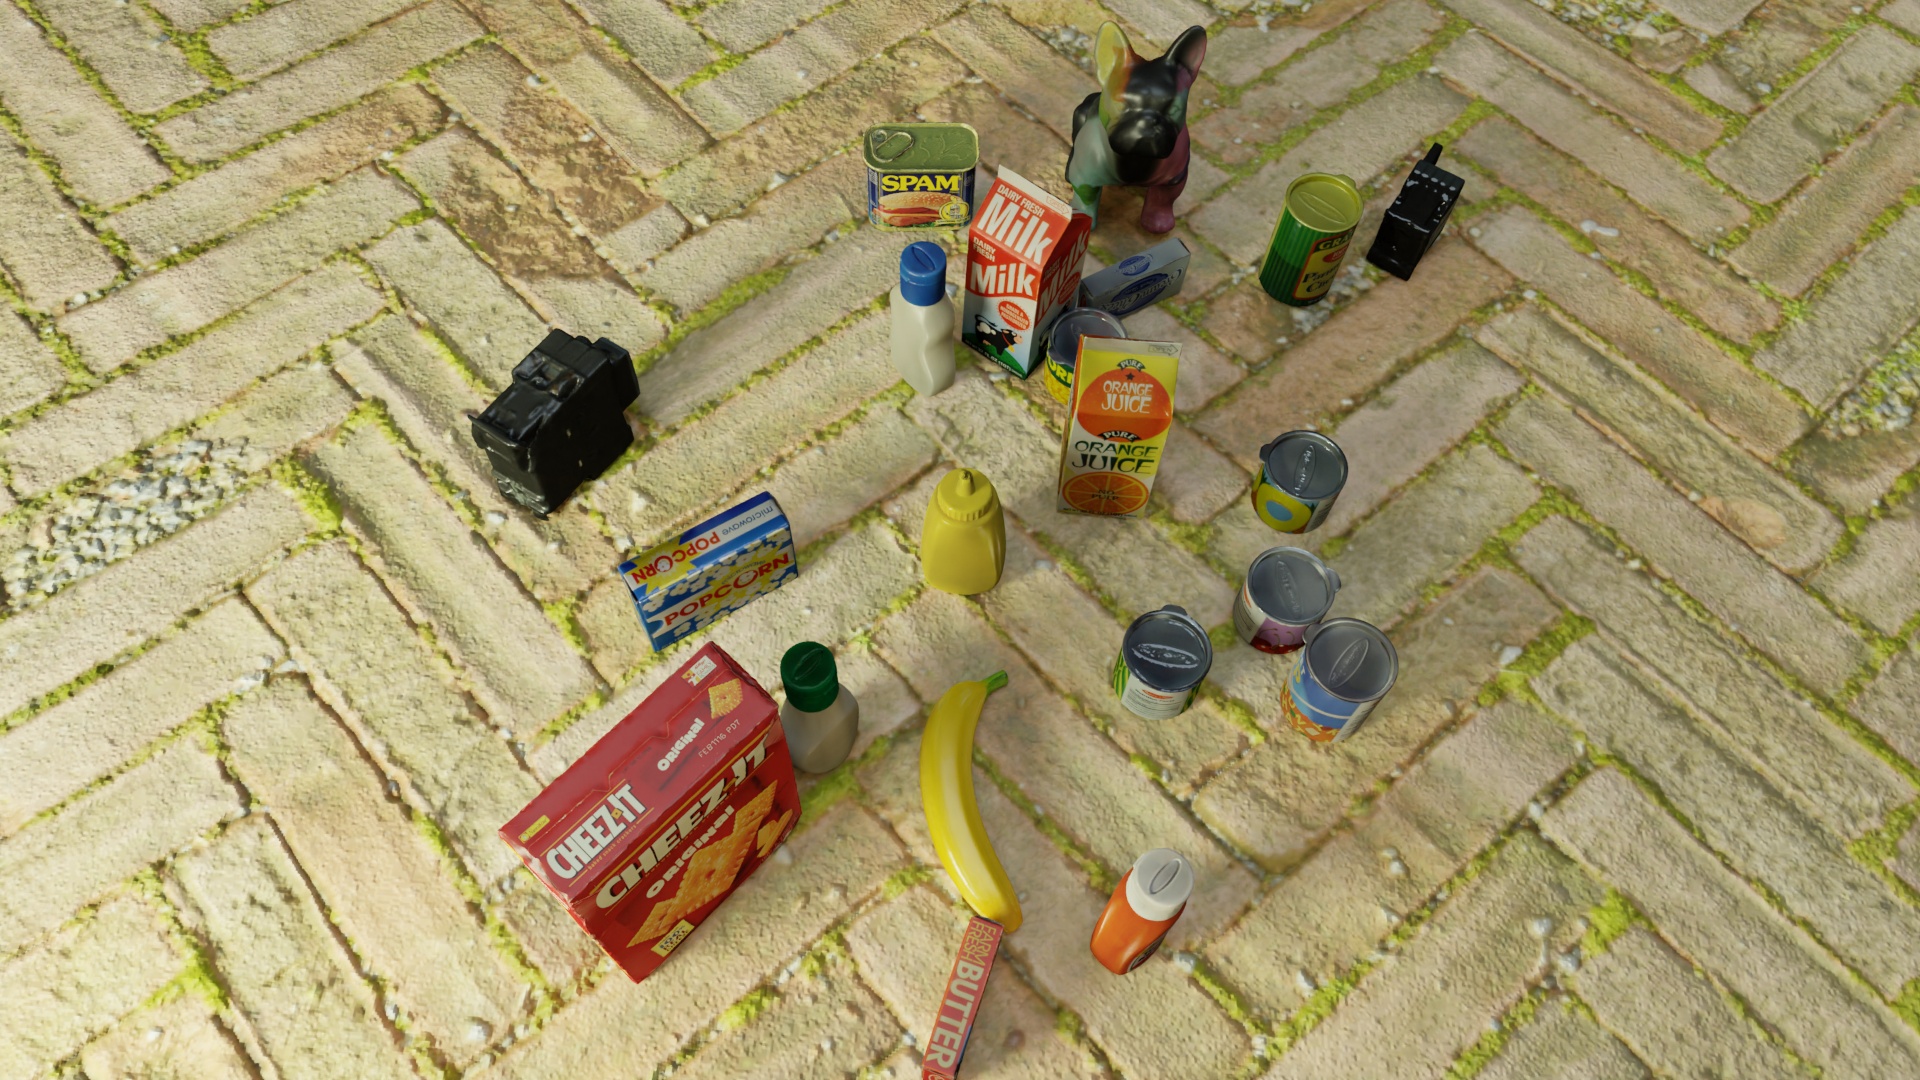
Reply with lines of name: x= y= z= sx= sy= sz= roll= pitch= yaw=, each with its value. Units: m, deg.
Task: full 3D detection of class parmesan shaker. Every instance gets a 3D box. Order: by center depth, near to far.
parmesan shaker: x=0.306 y=-0.262 z=1.213 sx=0.071 sy=0.102 sz=0.071 roll=1 pitch=61 yaw=-2

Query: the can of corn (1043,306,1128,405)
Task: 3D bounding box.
can of corn: x=0.103 y=-0.152 z=1.168 sx=0.071 sy=0.058 sz=0.071 roll=1 pitch=61 yaw=-2

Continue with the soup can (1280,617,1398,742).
soup can: x=0.274 y=0.102 z=1.020 sx=0.071 sy=0.083 sz=0.071 roll=1 pitch=61 yaw=-2

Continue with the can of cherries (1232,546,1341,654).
can of cherries: x=0.249 y=0.047 z=1.064 sx=0.071 sy=0.058 sz=0.072 roll=1 pitch=61 yaw=-2

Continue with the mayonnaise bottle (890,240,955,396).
mayonnaise bottle: x=-0.030 y=-0.181 z=1.128 sx=0.041 sy=0.147 sz=0.065 roll=-32 pitch=67 yaw=-18

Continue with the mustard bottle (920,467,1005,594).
mustard bottle: x=0.004 y=-0.013 z=1.029 sx=0.065 sy=0.159 sz=0.049 roll=3 pitch=61 yaw=0

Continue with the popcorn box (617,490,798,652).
popcorn box: x=-0.187 y=0.024 z=1.043 sx=0.127 sy=0.084 sz=0.038 roll=-29 pitch=66 yaw=-17

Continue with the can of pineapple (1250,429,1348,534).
can of pineapple: x=0.270 y=-0.047 z=1.118 sx=0.071 sy=0.057 sz=0.071 roll=1 pitch=61 yaw=-2

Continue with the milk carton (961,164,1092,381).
milk carton: x=0.053 y=-0.223 z=1.131 sx=0.072 sy=0.189 sz=0.074 roll=34 pitch=65 yaw=15

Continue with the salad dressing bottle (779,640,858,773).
salad dressing bottle: x=-0.100 y=0.115 z=0.960 sx=0.044 sy=0.147 sz=0.064 roll=38 pitch=66 yaw=17

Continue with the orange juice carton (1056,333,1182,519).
orange juice carton: x=0.119 y=-0.095 z=1.061 sx=0.072 sy=0.191 sz=0.073 roll=5 pitch=61 yaw=1

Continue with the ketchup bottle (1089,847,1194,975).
ketchup bottle: x=0.120 y=0.237 z=0.901 sx=0.043 sy=0.148 sz=0.065 roll=39 pitch=67 yaw=18

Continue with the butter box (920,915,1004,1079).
butter box: x=0.001 y=0.304 z=0.913 sx=0.024 sy=0.053 sz=0.104 roll=18 pitch=62 yaw=7

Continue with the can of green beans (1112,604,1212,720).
can of green beans: x=0.150 y=0.093 z=1.034 sx=0.071 sy=0.057 sz=0.071 roll=1 pitch=61 yaw=-2

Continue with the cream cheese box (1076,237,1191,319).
cream cheese box: x=0.149 y=-0.222 z=1.213 sx=0.104 sy=0.053 sz=0.024 roll=-26 pitch=65 yaw=-16
